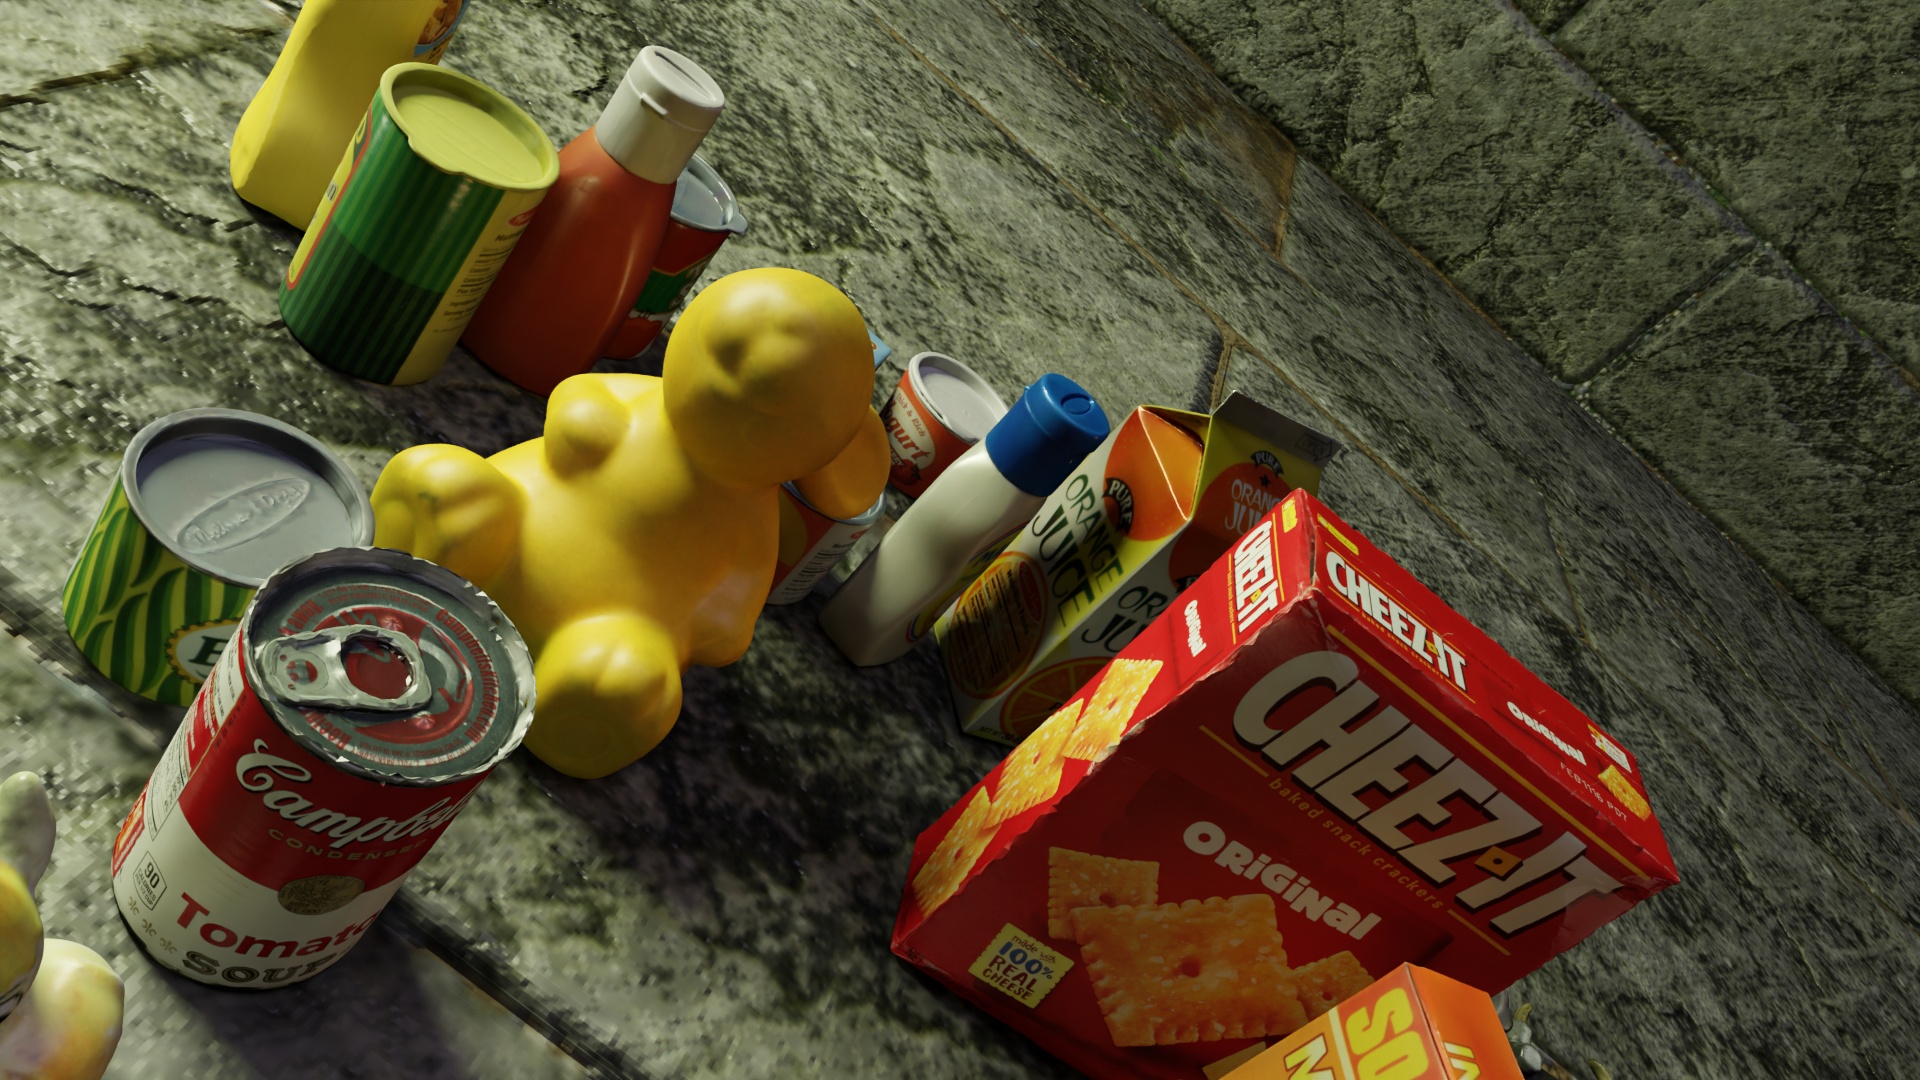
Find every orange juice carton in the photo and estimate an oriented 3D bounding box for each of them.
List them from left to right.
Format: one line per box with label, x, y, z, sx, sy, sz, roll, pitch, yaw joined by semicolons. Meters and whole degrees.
orange juice carton;0.077;0.011;0.608;0.072;0.192;0.073;21;36;-34

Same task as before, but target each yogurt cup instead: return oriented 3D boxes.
yogurt cup;-0.013;-0.057;0.728;0.072;0.053;0.073;31;31;-21

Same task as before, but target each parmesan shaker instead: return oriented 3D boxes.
parmesan shaker;-0.205;-0.115;0.517;0.071;0.102;0.072;31;31;-21

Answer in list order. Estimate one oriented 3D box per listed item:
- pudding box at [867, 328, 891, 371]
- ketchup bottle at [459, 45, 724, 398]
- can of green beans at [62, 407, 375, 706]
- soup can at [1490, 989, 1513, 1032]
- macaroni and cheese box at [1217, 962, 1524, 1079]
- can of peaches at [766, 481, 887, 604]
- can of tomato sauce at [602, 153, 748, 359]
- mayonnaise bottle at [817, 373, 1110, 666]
pudding box;-0.071;-0.076;0.685;0.030;0.049;0.084;42;29;-3
ketchup bottle;-0.148;-0.127;0.557;0.064;0.148;0.044;38;29;-9
can of green beans;-0.212;0.006;0.398;0.071;0.057;0.071;31;31;-21
soup can;0.185;0.200;0.606;0.071;0.083;0.072;31;31;-21
macaroni and cheese box;0.094;0.216;0.390;0.040;0.165;0.124;27;33;-28
can of peaches;-0.076;-0.016;0.593;0.071;0.057;0.071;31;31;-21
can of tomato sauce;-0.148;-0.133;0.631;0.071;0.082;0.071;31;31;-21
mayonnaise bottle;0.002;-0.007;0.586;0.041;0.147;0.065;49;29;9
